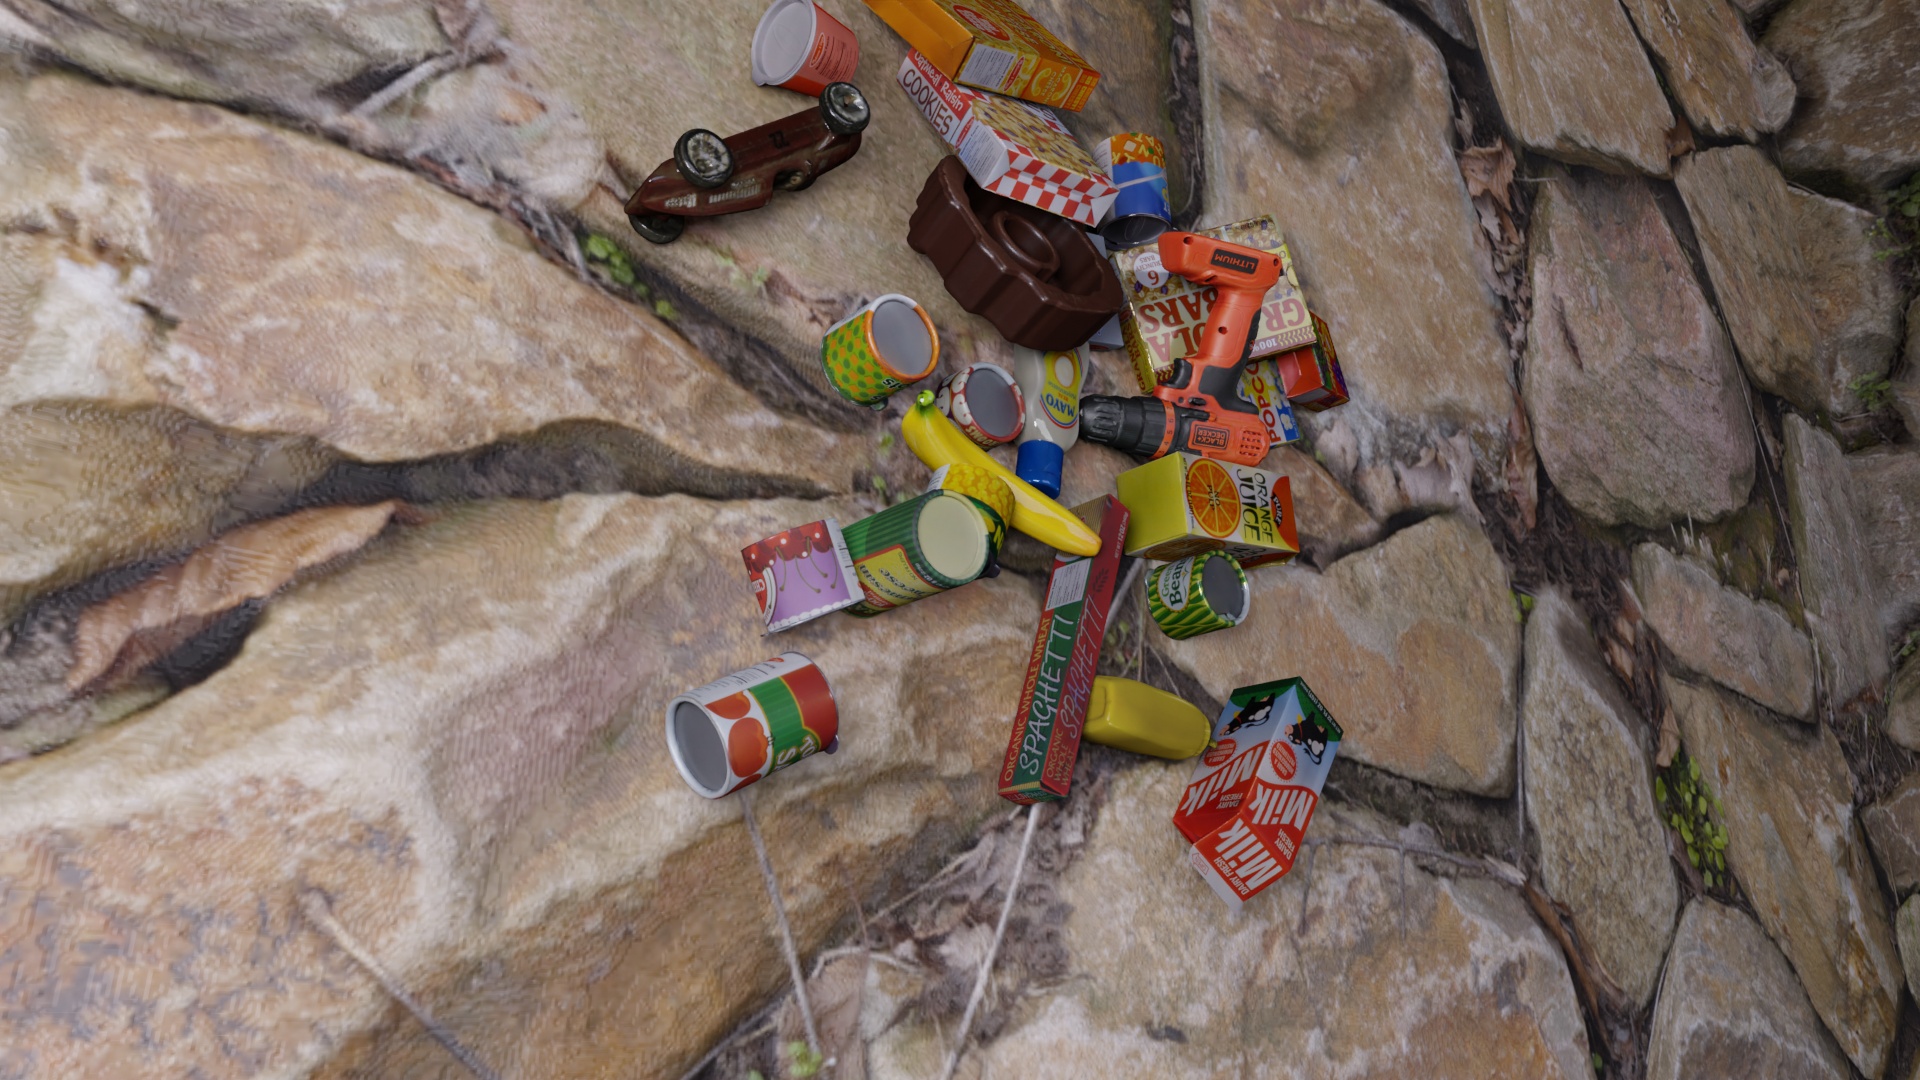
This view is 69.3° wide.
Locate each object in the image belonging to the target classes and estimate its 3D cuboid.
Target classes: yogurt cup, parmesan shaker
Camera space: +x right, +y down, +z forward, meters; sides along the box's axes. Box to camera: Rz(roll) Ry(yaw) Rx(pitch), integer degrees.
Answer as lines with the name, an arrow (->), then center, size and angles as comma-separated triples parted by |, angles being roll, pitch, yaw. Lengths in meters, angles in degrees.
yogurt cup -> -0.112, -0.360, 1.021 | 0.054, 0.072, 0.072 | 11, 68, -47
parmesan shaker -> -0.040, 0.008, 0.928 | 0.071, 0.103, 0.071 | 15, 66, -37

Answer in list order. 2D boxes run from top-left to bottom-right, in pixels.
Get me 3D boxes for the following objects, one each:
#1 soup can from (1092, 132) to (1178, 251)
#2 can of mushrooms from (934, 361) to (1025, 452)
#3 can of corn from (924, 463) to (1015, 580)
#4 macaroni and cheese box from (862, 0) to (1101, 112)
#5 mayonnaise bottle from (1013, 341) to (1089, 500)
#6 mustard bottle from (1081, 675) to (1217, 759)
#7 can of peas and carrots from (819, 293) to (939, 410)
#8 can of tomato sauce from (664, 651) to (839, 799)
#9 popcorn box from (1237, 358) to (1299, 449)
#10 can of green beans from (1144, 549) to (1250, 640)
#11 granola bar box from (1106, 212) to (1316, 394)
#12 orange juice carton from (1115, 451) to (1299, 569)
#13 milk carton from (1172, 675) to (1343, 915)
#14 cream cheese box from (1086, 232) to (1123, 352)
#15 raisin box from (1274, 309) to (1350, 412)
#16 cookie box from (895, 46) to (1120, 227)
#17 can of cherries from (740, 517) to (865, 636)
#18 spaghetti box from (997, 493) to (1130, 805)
soup can -> 0.154, -0.308, 1.233 | 0.071, 0.071, 0.084 | 13, 67, -38
can of mushrooms -> 0.016, -0.099, 1.063 | 0.071, 0.033, 0.071 | 16, 65, -38
can of corn -> 0.004, -0.013, 0.998 | 0.071, 0.071, 0.058 | 39, 53, -26
macaroni and cheese box -> 0.019, -0.404, 1.119 | 0.167, 0.040, 0.124 | -7, 48, -49
mayonnaise bottle -> 0.068, -0.103, 1.104 | 0.065, 0.041, 0.148 | 24, 60, -32
mustard bottle -> 0.149, 0.142, 1.080 | 0.160, 0.065, 0.049 | 21, 68, -42
can of peas and carrots -> -0.056, -0.134, 0.994 | 0.071, 0.058, 0.071 | 15, 66, -37
can of tomato sauce -> -0.125, 0.113, 0.841 | 0.083, 0.071, 0.071 | -20, 89, -43
popcorn box -> 0.260, -0.142, 1.290 | 0.085, 0.038, 0.126 | -14, 85, -43
can of green beans -> 0.199, 0.045, 1.157 | 0.071, 0.057, 0.071 | 15, 66, -37
granola bar box -> 0.221, -0.211, 1.231 | 0.166, 0.039, 0.124 | -17, 87, -16
orange juice carton -> 0.227, -0.020, 1.194 | 0.193, 0.073, 0.072 | 8, 71, -40
milk carton -> 0.236, 0.205, 1.124 | 0.072, 0.073, 0.191 | 49, 50, -18
cream cheese box -> 0.106, -0.214, 1.188 | 0.053, 0.024, 0.104 | 1, 75, -43
raisin box -> 0.334, -0.174, 1.338 | 0.123, 0.040, 0.086 | 3, 70, -63
cookie box -> 0.035, -0.323, 1.100 | 0.123, 0.040, 0.168 | 7, 40, -40
can of cherries -> -0.104, 0.024, 0.893 | 0.072, 0.071, 0.058 | -18, 88, -43
spaghetti box -> 0.080, 0.079, 1.046 | 0.028, 0.050, 0.251 | 34, 56, -28
